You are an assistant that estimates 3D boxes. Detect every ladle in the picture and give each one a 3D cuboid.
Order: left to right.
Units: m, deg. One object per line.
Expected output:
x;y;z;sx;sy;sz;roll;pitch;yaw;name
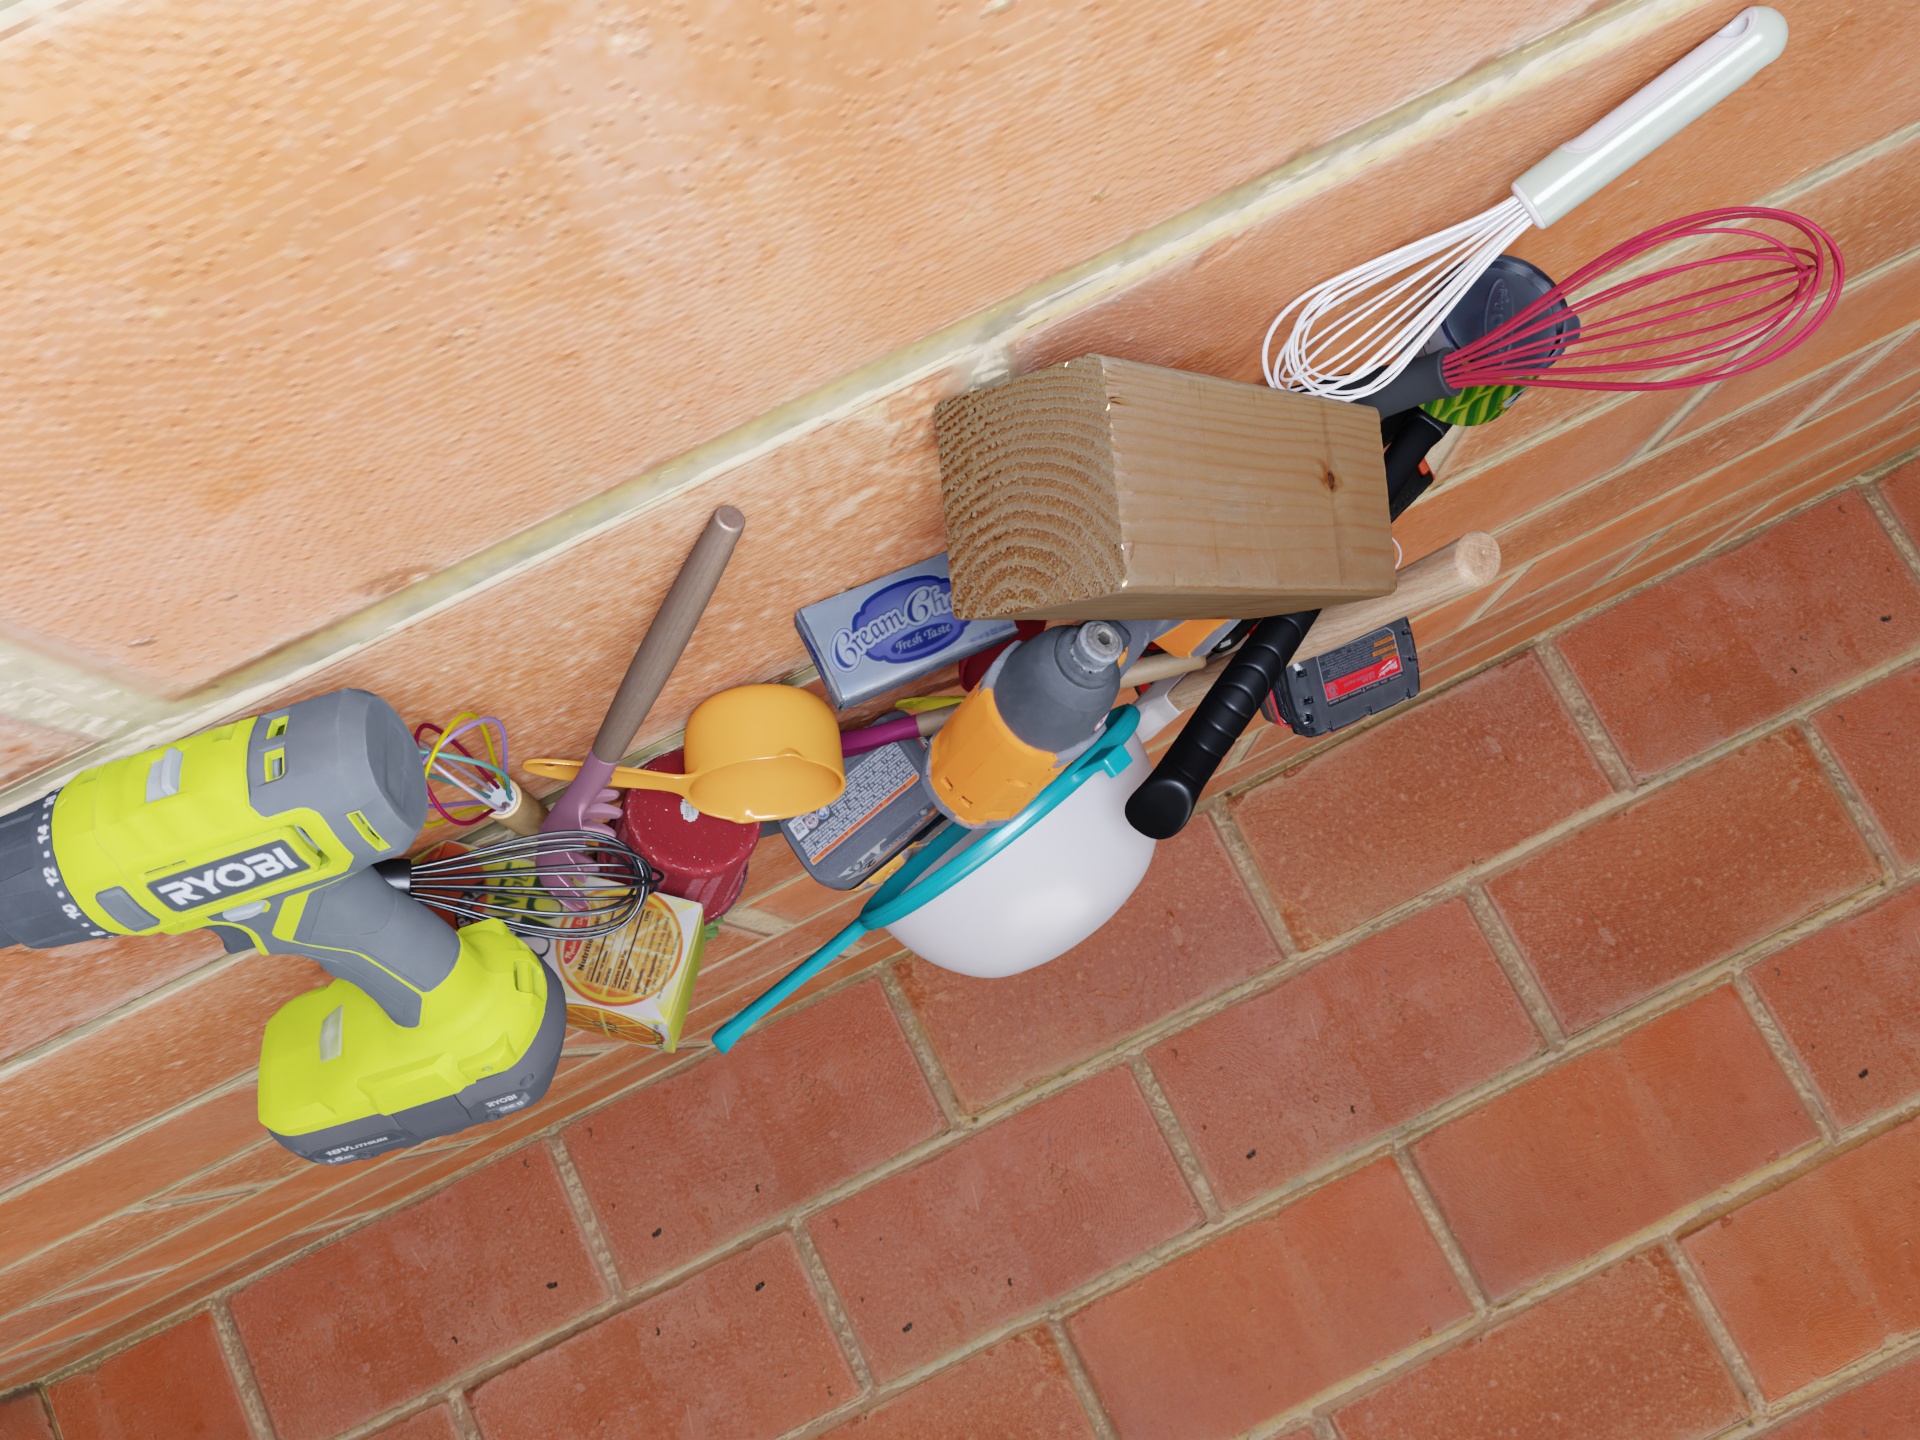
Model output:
0.052;-0.090;0.875;0.069;0.031;0.315;-33;170;-23;ladle

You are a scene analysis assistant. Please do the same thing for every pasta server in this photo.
-0.152;0.003;0.747;0.040;0.060;0.316;24;140;-14;pasta server

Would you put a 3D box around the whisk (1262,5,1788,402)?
0.237;-0.217;0.685;0.246;0.059;0.058;-35;-150;22;whisk

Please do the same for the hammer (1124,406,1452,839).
0.191;-0.072;0.876;0.335;0.035;0.146;-53;180;-18;hammer

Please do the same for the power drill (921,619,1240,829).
0.085;-0.049;0.827;0.226;0.084;0.164;-43;176;-33;power drill

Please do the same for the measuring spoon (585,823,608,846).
-0.190;0.059;1.036;0.117;0.011;0.021;-22;168;-22;measuring spoon

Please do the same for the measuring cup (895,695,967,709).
0.019;-0.026;1.118;0.156;0.029;0.062;-4;164;-34;measuring cup

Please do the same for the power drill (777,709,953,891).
-0.012;0.054;1.146;0.185;0.084;0.226;-39;160;10;power drill

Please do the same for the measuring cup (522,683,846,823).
-0.147;0.012;0.860;0.173;0.052;0.095;6;152;-22;measuring cup

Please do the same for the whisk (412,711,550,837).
-0.232;0.038;0.776;0.051;0.047;0.245;-7;170;-6;whisk

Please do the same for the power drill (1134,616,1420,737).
0.242;-0.048;1.228;0.143;0.078;0.220;-21;-168;-23;power drill

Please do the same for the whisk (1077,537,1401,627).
0.182;-0.086;1.130;0.284;0.070;0.070;-19;168;-10;whisk

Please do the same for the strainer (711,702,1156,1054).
-0.001;0.128;0.975;0.340;0.095;0.211;-39;-178;11;strainer

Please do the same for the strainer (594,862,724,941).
-0.294;0.142;1.071;0.256;0.069;0.151;-10;170;-22;strainer

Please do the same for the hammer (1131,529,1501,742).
0.203;-0.048;0.978;0.130;0.031;0.331;-46;-172;-29;hammer

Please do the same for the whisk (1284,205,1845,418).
0.242;-0.164;0.726;0.073;0.073;0.296;-15;-175;-44;whisk

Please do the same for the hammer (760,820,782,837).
-0.094;0.059;1.203;0.331;0.033;0.128;-13;161;-49;hammer

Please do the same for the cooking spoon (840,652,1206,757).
-0.002;-0.003;1.009;0.319;0.017;0.068;-13;174;6;cooking spoon

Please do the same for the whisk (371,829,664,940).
-0.255;0.073;0.729;0.239;0.055;0.055;4;156;-23;whisk

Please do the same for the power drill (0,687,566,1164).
-0.279;0.093;0.646;0.190;0.080;0.228;-18;139;2;power drill
